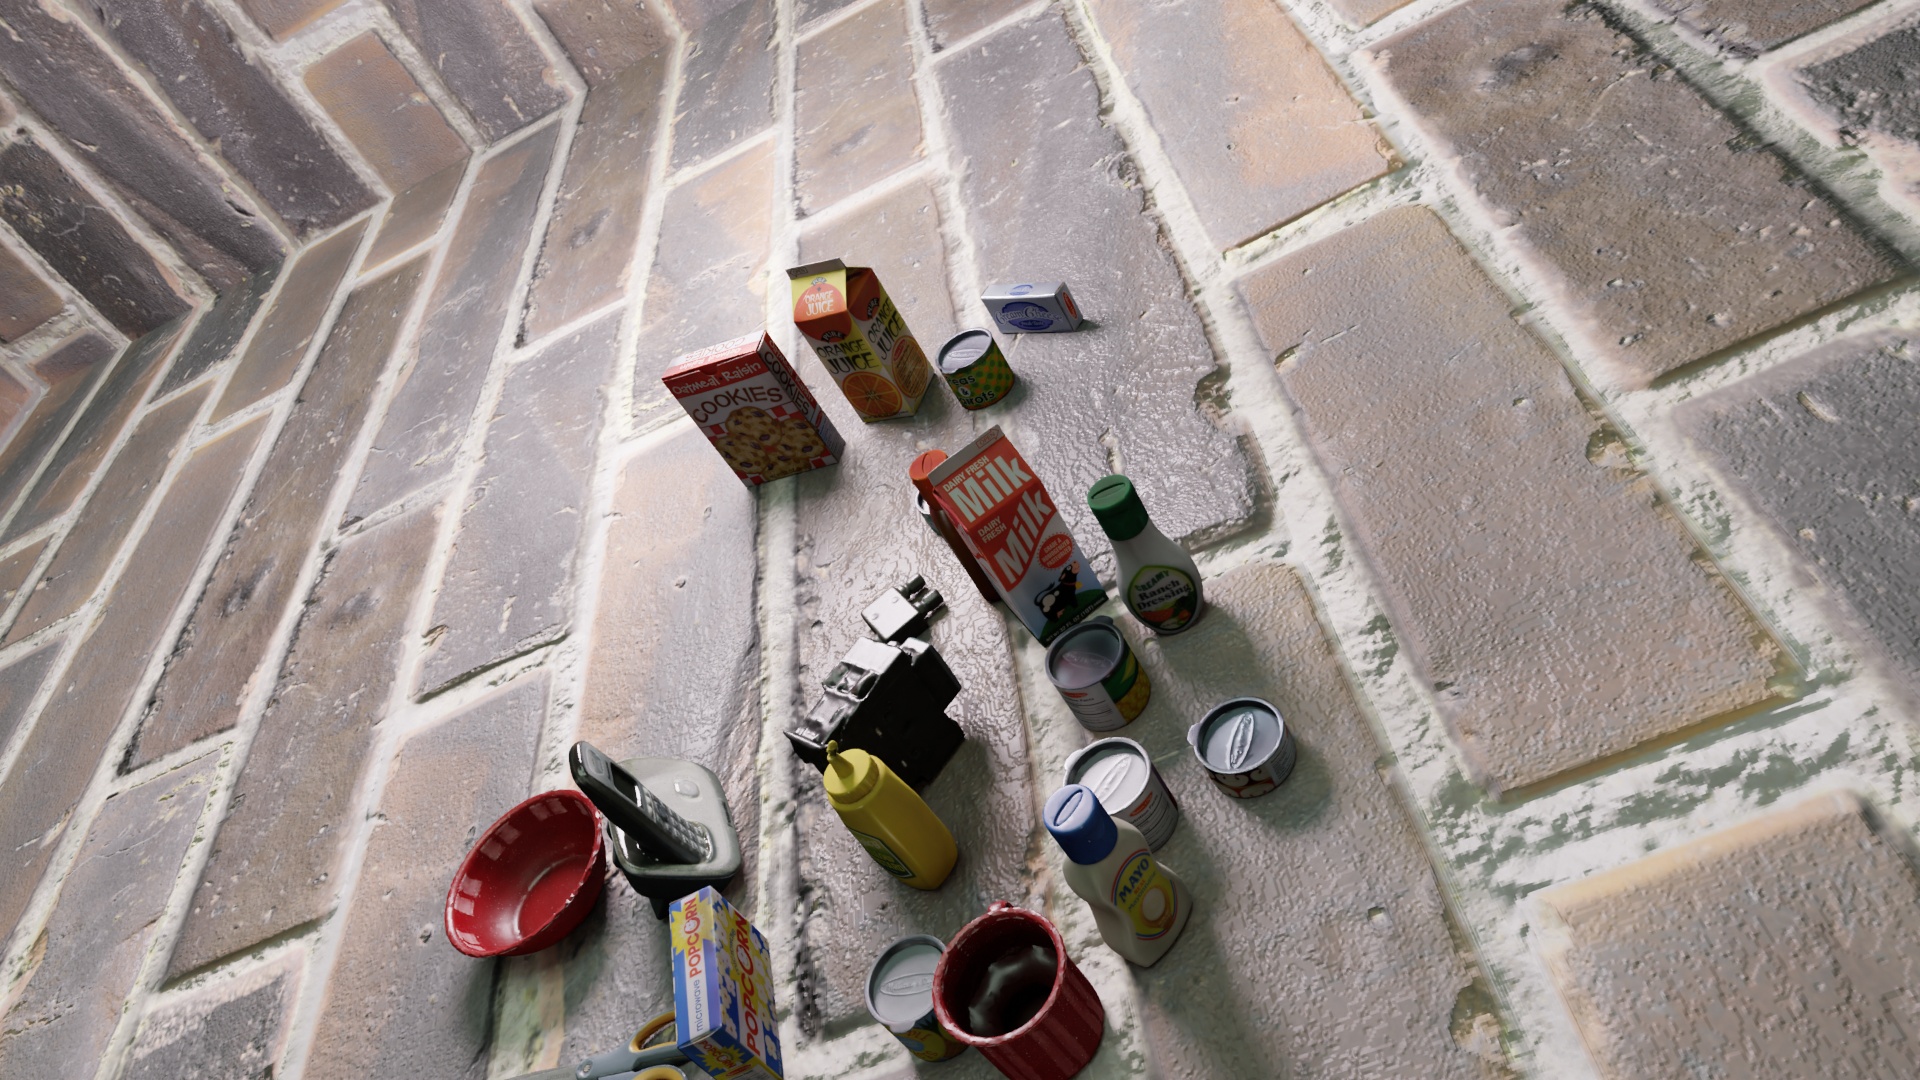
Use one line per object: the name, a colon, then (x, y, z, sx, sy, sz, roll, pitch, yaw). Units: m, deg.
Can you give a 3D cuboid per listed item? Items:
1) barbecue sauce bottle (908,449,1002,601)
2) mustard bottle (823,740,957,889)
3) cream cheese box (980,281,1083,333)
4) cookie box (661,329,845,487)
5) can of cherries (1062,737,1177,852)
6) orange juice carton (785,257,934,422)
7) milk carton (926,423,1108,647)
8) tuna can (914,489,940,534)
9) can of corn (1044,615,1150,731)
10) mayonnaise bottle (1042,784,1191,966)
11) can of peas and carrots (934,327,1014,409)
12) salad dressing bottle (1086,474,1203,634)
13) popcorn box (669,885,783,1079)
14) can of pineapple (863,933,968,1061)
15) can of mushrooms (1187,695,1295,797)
barbecue sauce bottle: (0.004, -0.015, 1.205, 0.043, 0.148, 0.065, -21, 39, 17)
mustard bottle: (-0.060, 0.195, 1.012, 0.065, 0.159, 0.049, 9, 54, 42)
cream cheese box: (0.076, -0.249, 1.486, 0.104, 0.053, 0.024, 6, 53, 40)
cookie box: (-0.220, -0.138, 1.486, 0.123, 0.167, 0.040, -13, 42, 25)
can of cherries: (0.112, 0.182, 0.985, 0.071, 0.058, 0.072, -20, 39, 17)
orange juice carton: (-0.109, -0.220, 1.475, 0.071, 0.192, 0.073, -5, 46, 32)
milk carton: (0.042, -0.008, 1.135, 0.072, 0.190, 0.074, -37, 37, -4)
tuna can: (-0.006, -0.040, 1.334, 0.071, 0.032, 0.071, -20, 39, 17)
can of corn: (0.108, 0.103, 1.075, 0.071, 0.058, 0.071, -20, 39, 17)
mayonnaise bottle: (0.098, 0.212, 0.889, 0.041, 0.147, 0.065, 17, 60, 46)
can of peas and carrots: (0.014, -0.177, 1.448, 0.071, 0.058, 0.071, -20, 39, 17)
salad dressing bottle: (0.142, 0.011, 1.077, 0.064, 0.147, 0.044, -23, 39, 14)
popcorn box: (-0.171, 0.327, 1.010, 0.038, 0.085, 0.127, -29, 38, 7)
can of pineapple: (-0.024, 0.312, 0.942, 0.071, 0.057, 0.071, -20, 39, 17)
can of mushrooms: (0.199, 0.146, 0.982, 0.071, 0.033, 0.071, -20, 39, 17)
